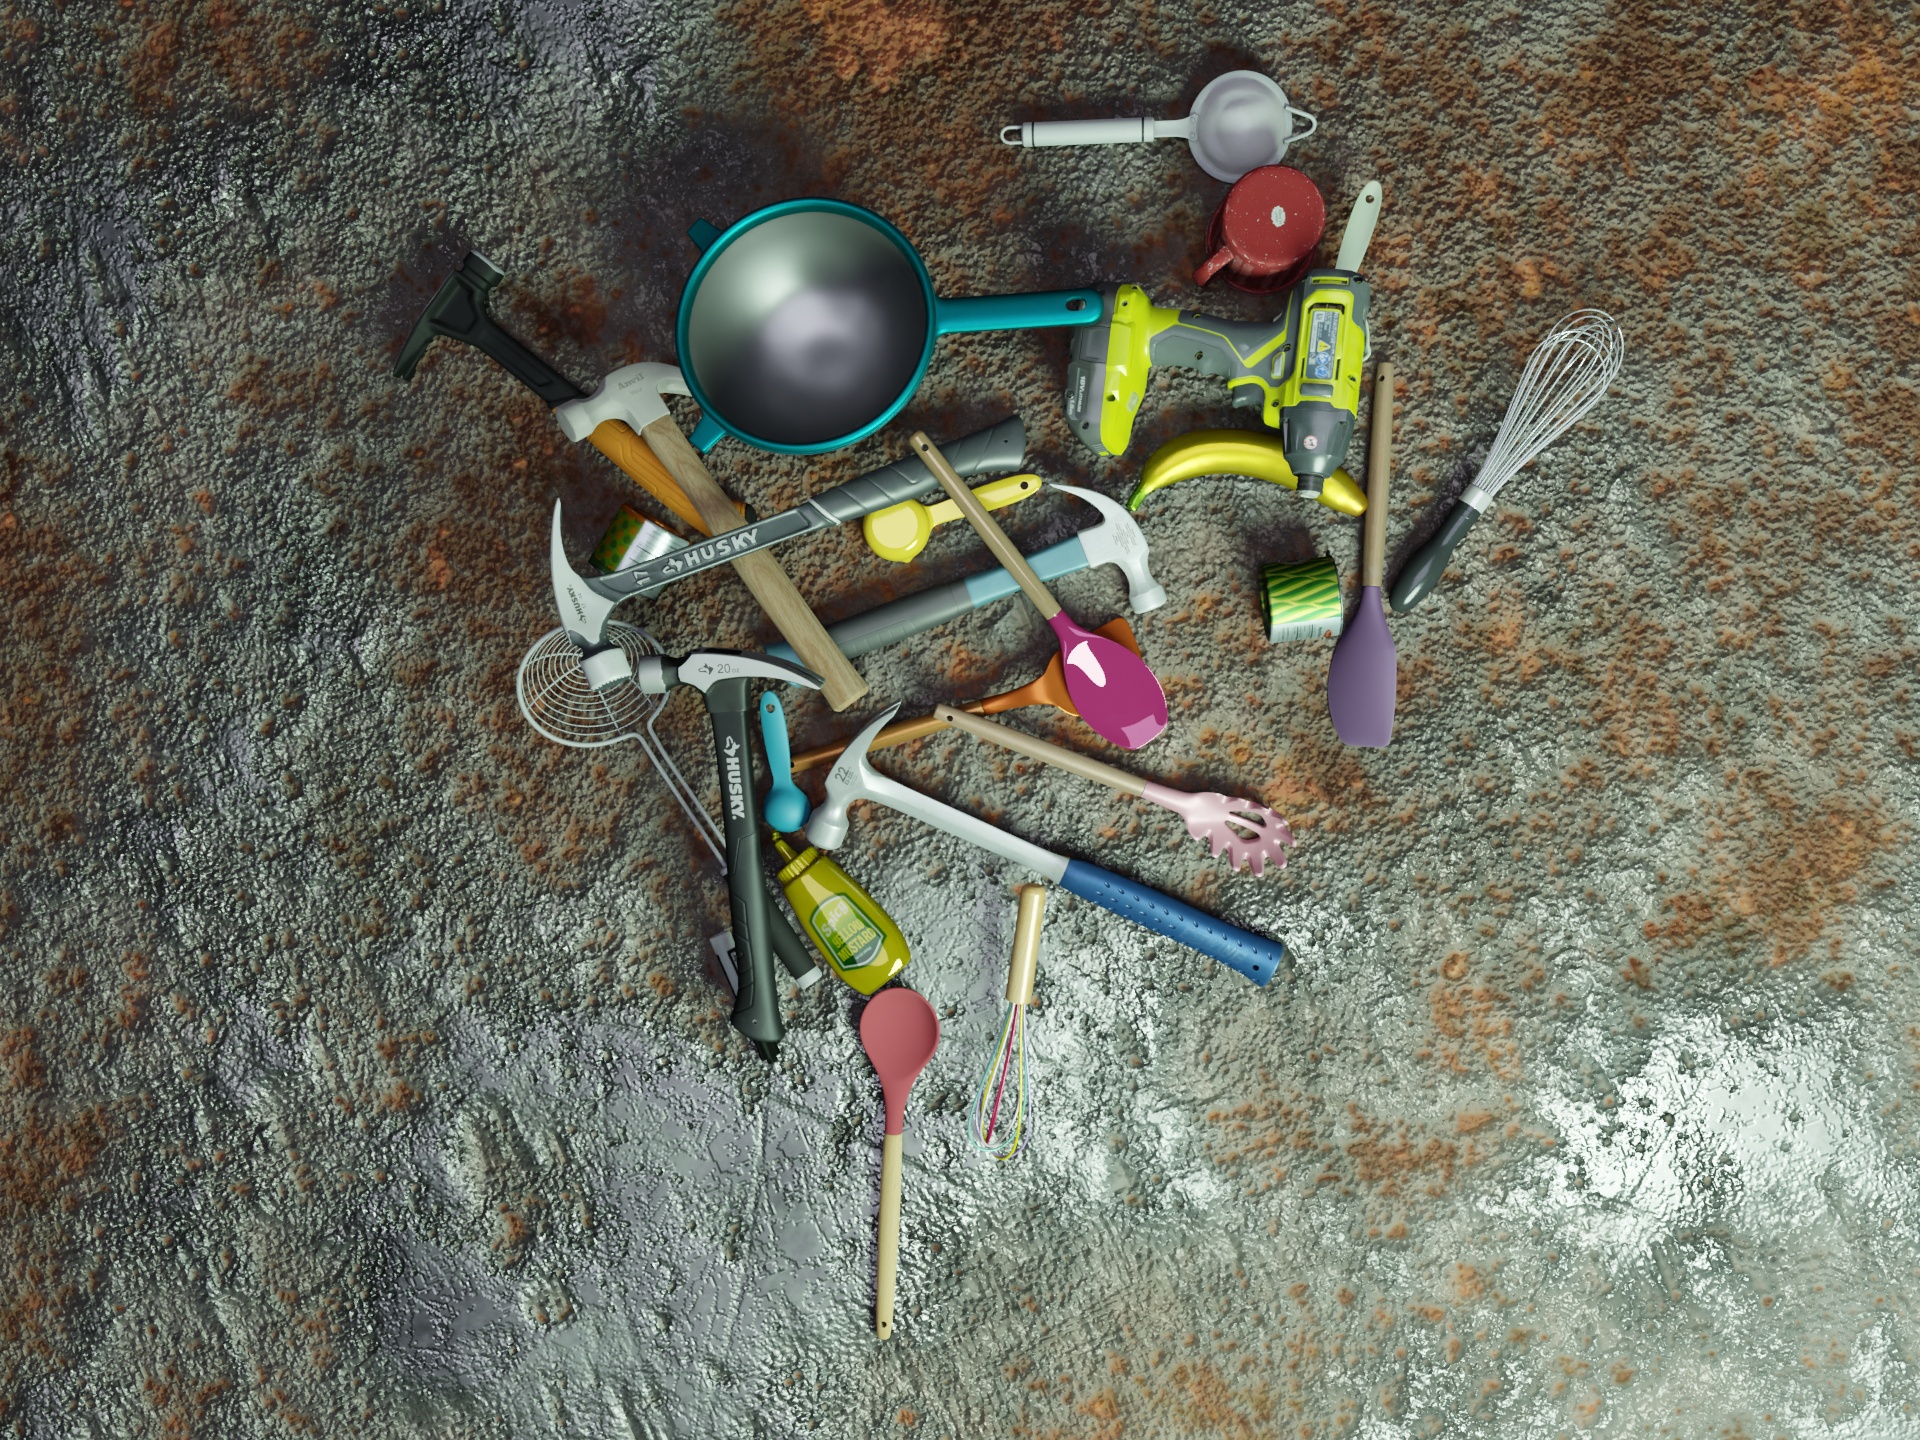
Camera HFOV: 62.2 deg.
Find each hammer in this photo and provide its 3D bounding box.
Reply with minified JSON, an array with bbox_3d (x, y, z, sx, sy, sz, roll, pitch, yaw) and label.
[{"bbox_3d":[-0.131,-0.165,1.275,0.409,0.036,0.149,-23,88,-14],"label":"hammer"},{"bbox_3d":[-0.004,-0.100,1.329,0.331,0.033,0.128,-20,98,6],"label":"hammer"},{"bbox_3d":[0.079,0.117,1.328,0.405,0.035,0.144,24,110,0],"label":"hammer"},{"bbox_3d":[-0.172,0.105,1.301,0.146,0.035,0.334,-3,103,5],"label":"hammer"},{"bbox_3d":[-0.315,-0.246,1.343,0.337,0.034,0.127,37,94,1],"label":"hammer"},{"bbox_3d":[-0.182,-0.151,1.302,0.130,0.031,0.331,-36,90,-24],"label":"hammer"}]

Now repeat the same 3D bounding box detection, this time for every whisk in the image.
[{"bbox_3d":[0.042,0.253,1.333,0.051,0.047,0.245,6,101,-7],"label":"whisk"},{"bbox_3d":[0.436,-0.207,1.288,0.070,0.070,0.284,35,99,1],"label":"whisk"}]

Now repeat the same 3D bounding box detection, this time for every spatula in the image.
[{"bbox_3d":[0.338,-0.136,1.310,0.060,0.018,0.316,5,92,37],"label":"spatula"},{"bbox_3d":[-0.002,-0.004,1.344,0.322,0.041,0.081,-16,93,9],"label":"spatula"}]

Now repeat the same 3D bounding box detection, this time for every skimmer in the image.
[{"bbox_3d":[-0.231,0.076,1.329,0.127,0.090,0.363,-34,91,4],"label":"skimmer"}]

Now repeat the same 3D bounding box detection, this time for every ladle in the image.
[{"bbox_3d":[-0.058,0.380,1.369,0.069,0.031,0.315,4,96,6],"label":"ladle"}]

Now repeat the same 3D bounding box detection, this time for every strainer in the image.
[{"bbox_3d":[-0.054,-0.310,1.285,0.340,0.095,0.211,-3,82,6],"label":"strainer"},{"bbox_3d":[0.161,-0.481,1.297,0.258,0.050,0.086,0,108,7],"label":"strainer"}]

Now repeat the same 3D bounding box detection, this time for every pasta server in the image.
[{"bbox_3d":[0.126,0.049,1.316,0.316,0.040,0.060,21,110,-4],"label":"pasta server"}]

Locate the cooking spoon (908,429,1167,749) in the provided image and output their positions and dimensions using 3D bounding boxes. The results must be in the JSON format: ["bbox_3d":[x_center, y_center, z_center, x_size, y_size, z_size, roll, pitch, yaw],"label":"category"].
[{"bbox_3d":[0.061,-0.107,1.298,0.069,0.017,0.318,-37,100,8],"label":"cooking spoon"}]

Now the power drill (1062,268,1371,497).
[{"bbox_3d":[0.201,-0.267,1.254,0.223,0.080,0.171,7,88,18],"label":"power drill"}]

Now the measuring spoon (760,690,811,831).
[{"bbox_3d":[-0.154,0.038,1.338,0.042,0.021,0.128,-3,110,9],"label":"measuring spoon"}]

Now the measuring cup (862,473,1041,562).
[{"bbox_3d":[-0.007,-0.178,1.329,0.156,0.029,0.062,-18,92,5],"label":"measuring cup"}]

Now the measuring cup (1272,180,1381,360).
[{"bbox_3d":[0.306,-0.352,1.291,0.083,0.038,0.167,19,96,1],"label":"measuring cup"}]
